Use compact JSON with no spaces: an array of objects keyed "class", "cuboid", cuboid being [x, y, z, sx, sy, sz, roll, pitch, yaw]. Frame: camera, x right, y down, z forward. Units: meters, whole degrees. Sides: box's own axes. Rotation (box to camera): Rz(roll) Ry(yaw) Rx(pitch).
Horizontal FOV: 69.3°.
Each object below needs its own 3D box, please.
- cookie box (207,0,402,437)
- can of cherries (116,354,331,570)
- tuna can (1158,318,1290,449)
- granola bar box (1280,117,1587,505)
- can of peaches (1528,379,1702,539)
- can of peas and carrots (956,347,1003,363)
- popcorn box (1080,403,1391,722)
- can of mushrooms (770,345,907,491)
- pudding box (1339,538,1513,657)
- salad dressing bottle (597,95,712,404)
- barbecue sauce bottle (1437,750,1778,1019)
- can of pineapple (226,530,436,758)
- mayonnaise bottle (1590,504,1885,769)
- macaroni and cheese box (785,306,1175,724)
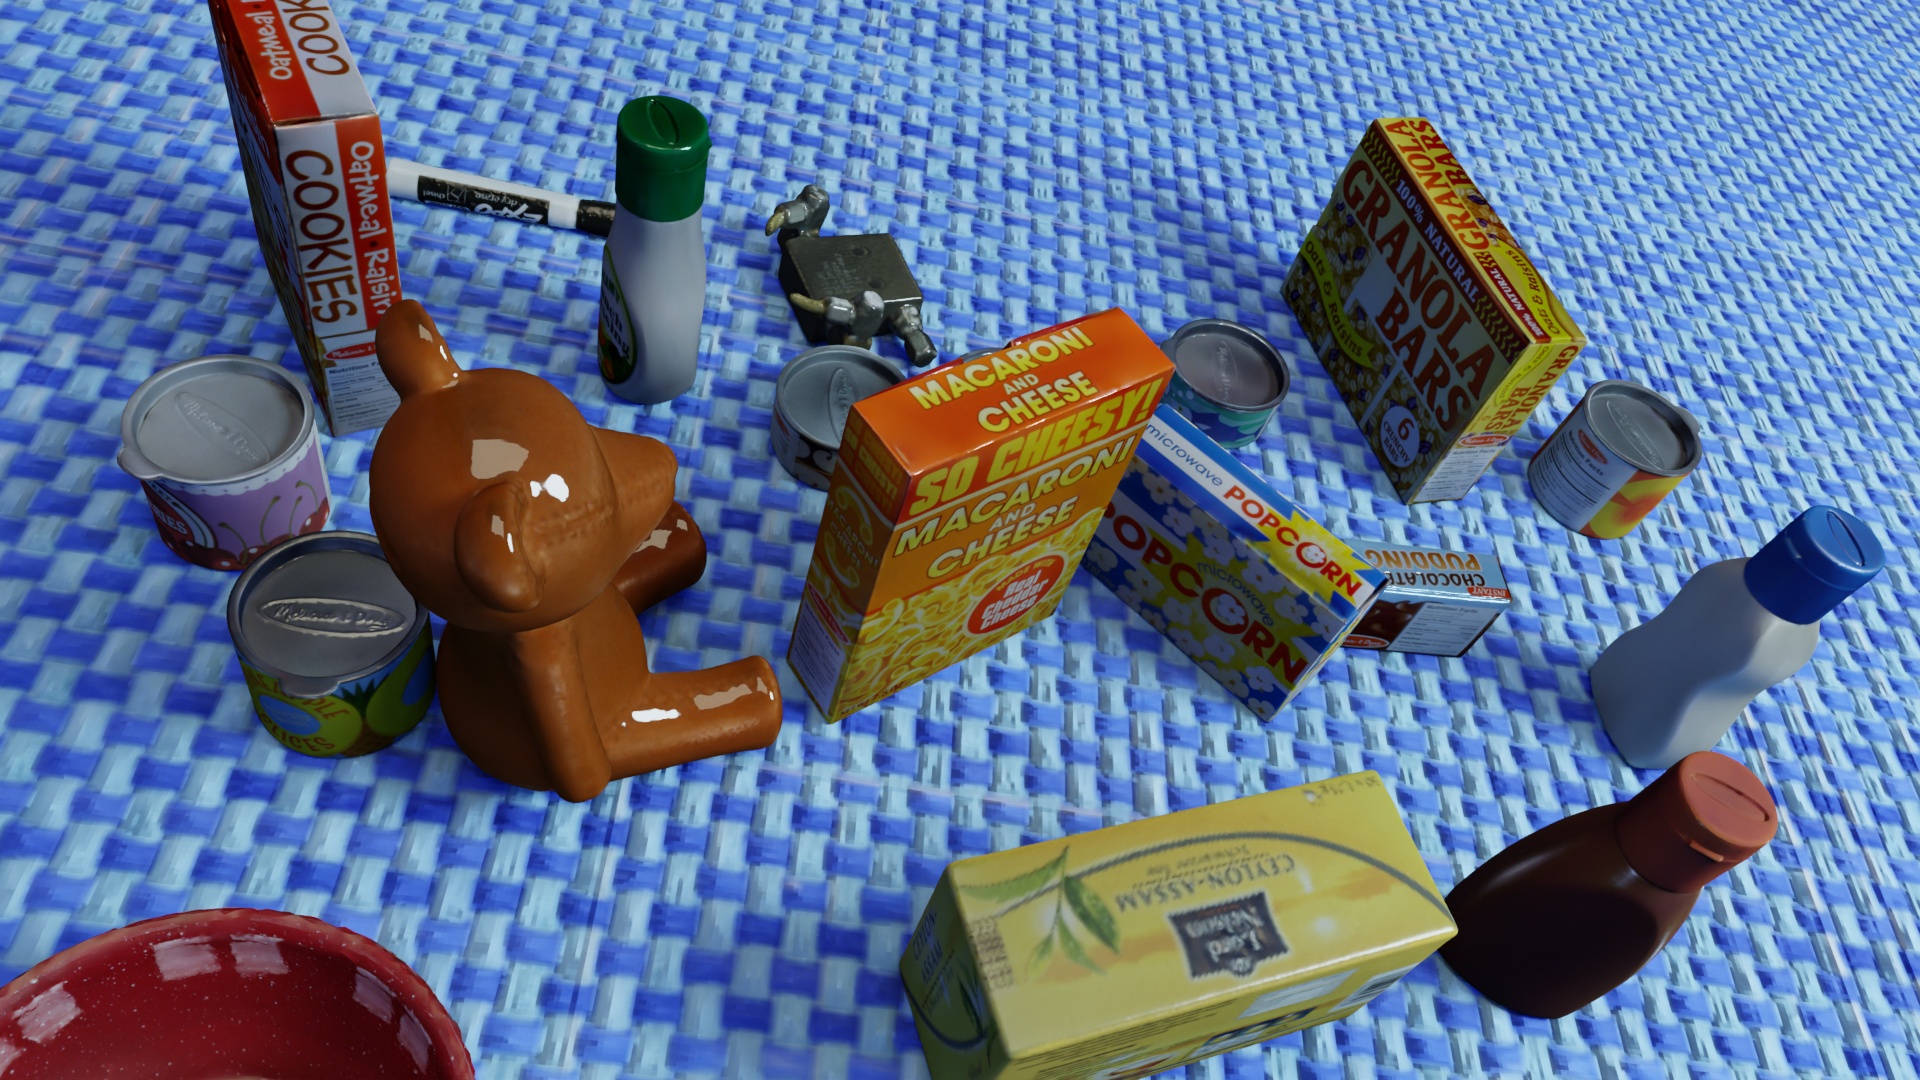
[{"class":"cookie box","cuboid":[-0.269,-0.144,0.573,0.040,0.166,0.123,-17,60,-27]},{"class":"can of cherries","cuboid":[-0.290,-0.029,0.548,0.071,0.058,0.072,8,51,-10]},{"class":"tuna can","cuboid":[0.133,-0.082,0.729,0.071,0.032,0.071,8,51,-10]},{"class":"granola bar box","cuboid":[0.239,-0.121,0.730,0.039,0.123,0.166,-6,55,-20]},{"class":"can of peaches","cuboid":[0.351,-0.043,0.745,0.071,0.057,0.071,8,51,-10]},{"class":"can of peas and carrots","cuboid":[0.016,-0.045,0.649,0.071,0.058,0.071,8,51,-10]},{"class":"popcorn box","cuboid":[0.114,0.010,0.617,0.127,0.084,0.038,41,53,16]},{"class":"can of mushrooms","cuboid":[-0.053,-0.057,0.654,0.071,0.033,0.071,8,51,-10]},{"class":"pudding box","cuboid":[0.208,0.028,0.654,0.084,0.049,0.030,5,52,-12]},{"class":"salad dressing bottle","cuboid":[-0.134,-0.124,0.609,0.044,0.146,0.064,-12,57,-24]},{"class":"barbecue sauce bottle","cuboid":[0.240,0.130,0.520,0.065,0.147,0.044,30,51,8]},{"class":"can of pineapple","cuboid":[-0.230,0.040,0.512,0.071,0.057,0.071,8,51,-10]},{"class":"mayonnaise bottle","cuboid":[0.341,0.043,0.617,0.041,0.147,0.065,4,52,-13]},{"class":"macaroni and cheese box","cuboid":[0.002,-0.007,0.545,0.124,0.165,0.040,-24,63,-30]}]
